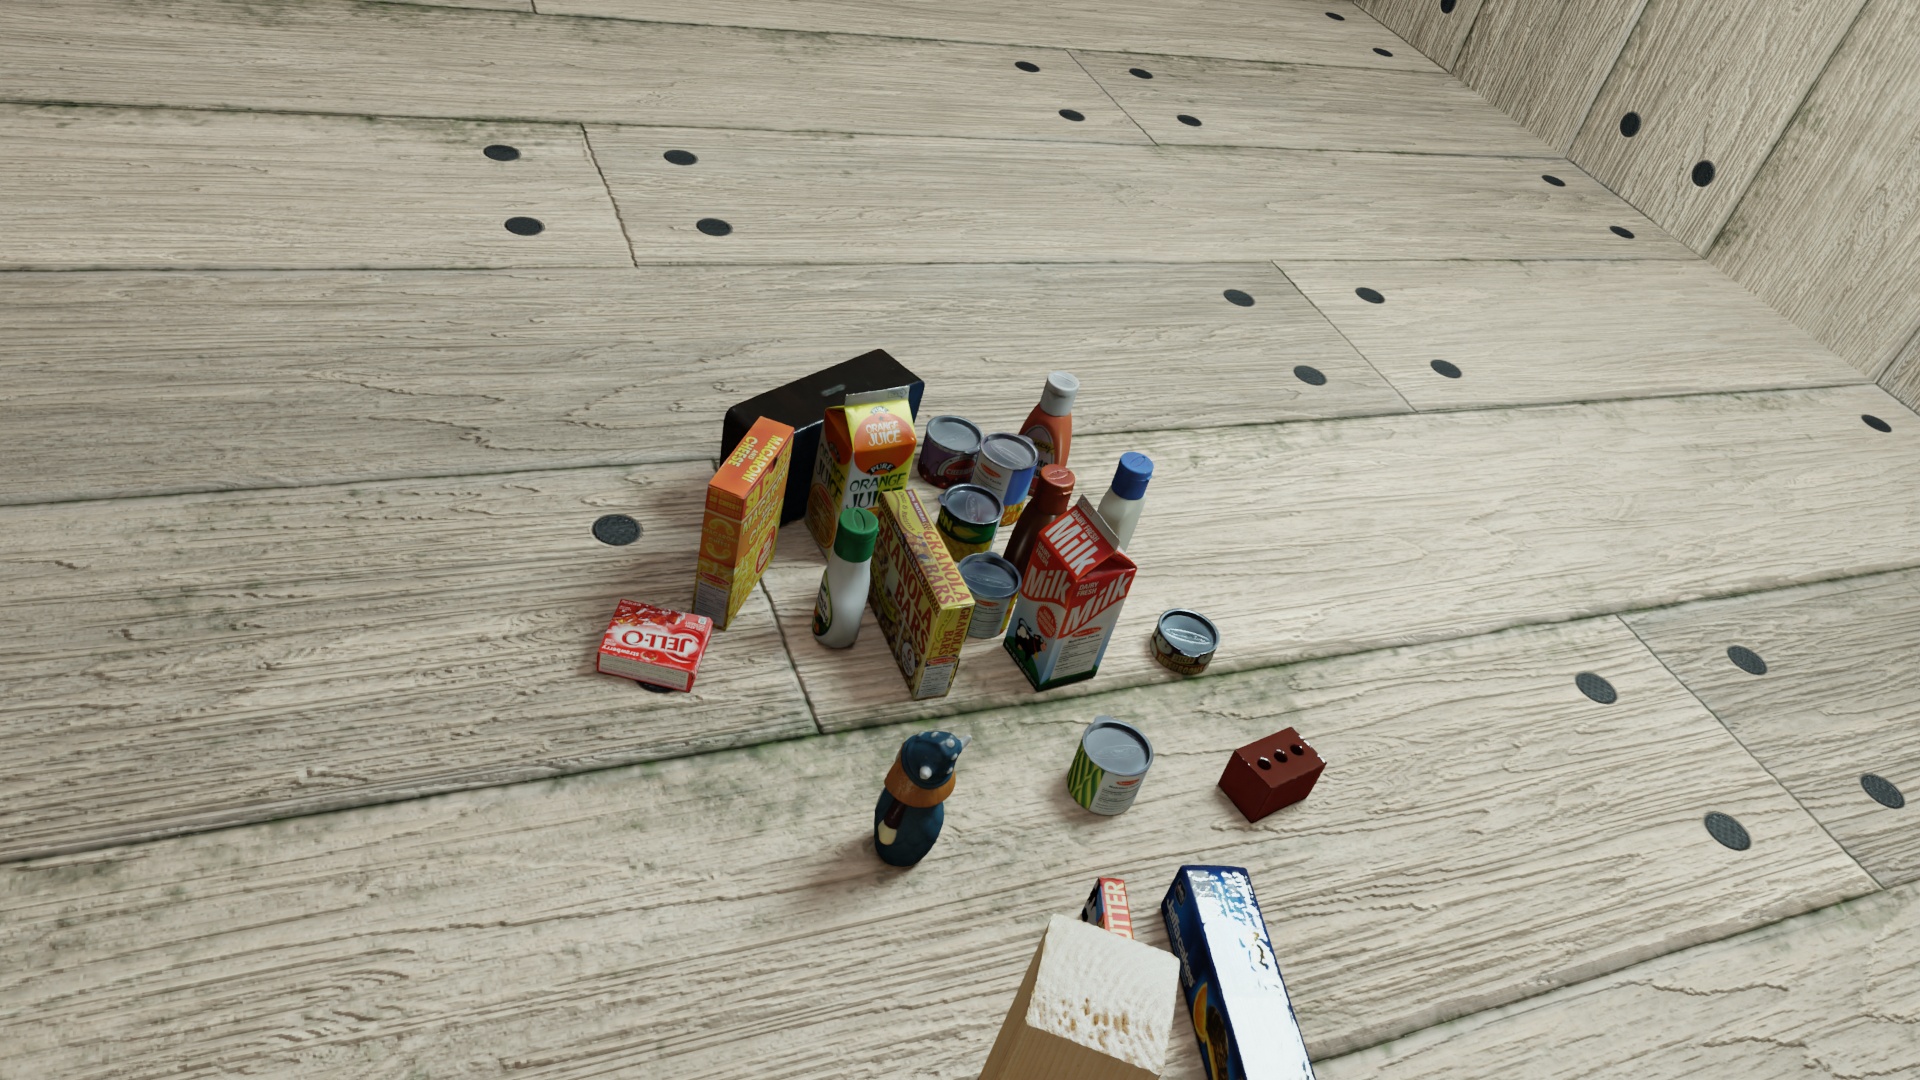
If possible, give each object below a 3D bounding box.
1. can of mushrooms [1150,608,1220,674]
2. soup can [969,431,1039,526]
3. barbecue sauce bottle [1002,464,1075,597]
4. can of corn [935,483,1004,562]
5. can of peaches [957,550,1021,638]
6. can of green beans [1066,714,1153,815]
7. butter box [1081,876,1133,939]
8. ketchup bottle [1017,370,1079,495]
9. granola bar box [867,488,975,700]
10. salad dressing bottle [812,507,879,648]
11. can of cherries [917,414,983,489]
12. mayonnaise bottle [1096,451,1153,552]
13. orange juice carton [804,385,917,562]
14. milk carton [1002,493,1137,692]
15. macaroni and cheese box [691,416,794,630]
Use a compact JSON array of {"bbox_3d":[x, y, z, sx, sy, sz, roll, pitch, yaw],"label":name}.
[{"bbox_3d":[0.230,0.105,1.428,0.071,0.033,0.071,10,39,-8],"label":"can of mushrooms"},{"bbox_3d":[0.046,-0.068,1.533,0.071,0.083,0.072,10,39,-8],"label":"soup can"},{"bbox_3d":[0.082,-0.010,1.423,0.065,0.147,0.044,-16,49,-34],"label":"barbecue sauce bottle"},{"bbox_3d":[0.005,-0.019,1.479,0.071,0.058,0.071,10,39,-8],"label":"can of corn"},{"bbox_3d":[0.023,0.054,1.398,0.071,0.057,0.071,10,39,-8],"label":"can of peaches"},{"bbox_3d":[0.135,0.205,1.256,0.071,0.057,0.071,10,39,-8],"label":"can of green beans"},{"bbox_3d":[0.119,0.327,1.109,0.024,0.052,0.104,8,39,-10],"label":"butter box"},{"bbox_3d":[0.097,-0.121,1.561,0.065,0.148,0.044,29,40,15],"label":"ketchup bottle"},{"bbox_3d":[-0.043,0.050,1.329,0.039,0.123,0.166,-5,43,-24],"label":"granola bar box"},{"bbox_3d":[-0.107,0.035,1.305,0.044,0.146,0.064,1,41,-18],"label":"salad dressing bottle"},{"bbox_3d":[-0.011,-0.098,1.568,0.071,0.058,0.072,10,39,-8],"label":"can of cherries"},{"bbox_3d":[0.166,-0.026,1.472,0.041,0.147,0.065,33,42,20],"label":"mayonnaise bottle"},{"bbox_3d":[-0.100,-0.074,1.403,0.072,0.191,0.073,-10,45,-29],"label":"orange juice carton"},{"bbox_3d":[0.108,0.049,1.328,0.074,0.189,0.072,-11,46,-29],"label":"milk carton"},{"bbox_3d":[-0.206,-0.016,1.318,0.040,0.165,0.124,20,39,5],"label":"macaroni and cheese box"}]
